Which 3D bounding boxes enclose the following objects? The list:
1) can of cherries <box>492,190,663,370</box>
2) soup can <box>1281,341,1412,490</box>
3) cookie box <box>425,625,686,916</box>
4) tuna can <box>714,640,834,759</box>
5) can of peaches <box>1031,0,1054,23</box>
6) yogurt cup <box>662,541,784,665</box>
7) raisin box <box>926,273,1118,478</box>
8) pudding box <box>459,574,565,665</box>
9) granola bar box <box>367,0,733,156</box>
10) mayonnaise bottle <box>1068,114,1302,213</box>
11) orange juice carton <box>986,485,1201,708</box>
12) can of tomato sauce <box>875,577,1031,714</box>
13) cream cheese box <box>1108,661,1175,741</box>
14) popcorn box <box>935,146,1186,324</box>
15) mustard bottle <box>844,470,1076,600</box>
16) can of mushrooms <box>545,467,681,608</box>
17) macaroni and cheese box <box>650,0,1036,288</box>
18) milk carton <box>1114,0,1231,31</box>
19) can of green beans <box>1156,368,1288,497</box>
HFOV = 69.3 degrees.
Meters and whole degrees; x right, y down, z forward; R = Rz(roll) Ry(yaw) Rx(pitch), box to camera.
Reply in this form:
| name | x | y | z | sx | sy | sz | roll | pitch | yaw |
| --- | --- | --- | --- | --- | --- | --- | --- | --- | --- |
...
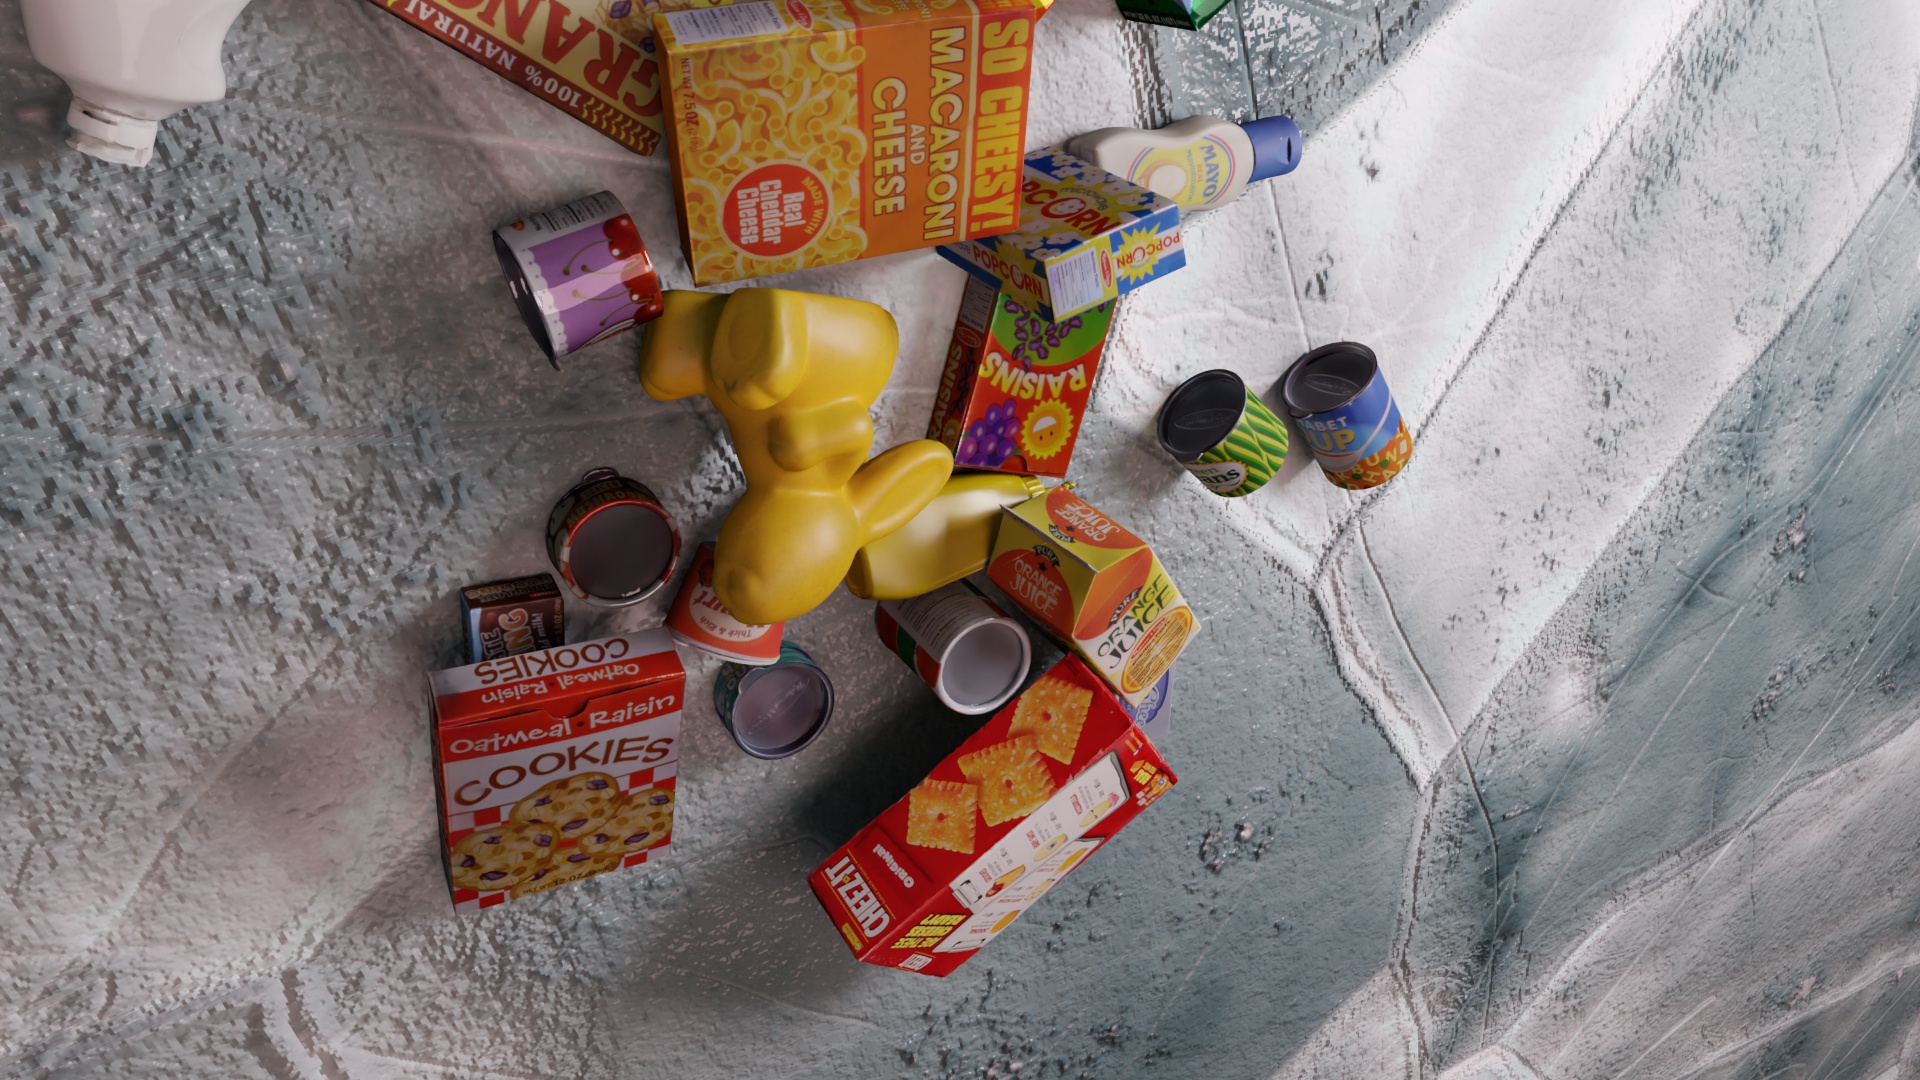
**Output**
| name | x | y | z | sx | sy | sz | roll | pitch | yaw |
| --- | --- | --- | --- | --- | --- | --- | --- | --- | --- |
| can of cherries | -0.182 | -0.125 | 0.667 | 0.058 | 0.071 | 0.071 | -27 | 124 | -19 |
| soup can | 0.266 | -0.083 | 0.958 | 0.071 | 0.071 | 0.083 | -43 | 127 | -6 |
| cookie box | -0.216 | 0.126 | 0.747 | 0.123 | 0.040 | 0.166 | -11 | 138 | -26 |
| tuna can | -0.114 | 0.094 | 0.833 | 0.071 | 0.033 | 0.070 | -13 | 118 | -26 |
| can of peaches | 0.012 | -0.294 | 0.706 | 0.071 | 0.071 | 0.058 | -50 | 127 | -1 |
| yogurt cup | -0.127 | 0.034 | 0.778 | 0.072 | 0.072 | 0.054 | 15 | 96 | -35 |
| raisin box | 0.037 | -0.103 | 0.827 | 0.086 | 0.040 | 0.123 | 4 | 111 | -33 |
| pudding box | -0.239 | 0.064 | 0.744 | 0.050 | 0.030 | 0.083 | -8 | 116 | -28 |
| granola bar box | -0.186 | -0.266 | 0.615 | 0.165 | 0.039 | 0.124 | 25 | 97 | -37 |
| mayonnaise bottle | 0.135 | -0.223 | 0.828 | 0.148 | 0.041 | 0.064 | -19 | 119 | -22 |
| orange juice carton | 0.080 | 0.031 | 0.855 | 0.073 | 0.072 | 0.192 | -51 | 149 | -4 |
| can of tomato sauce | -0.004 | 0.060 | 0.852 | 0.071 | 0.083 | 0.071 | -13 | 118 | -25 |
| cream cheese box | 0.124 | 0.098 | 0.984 | 0.053 | 0.024 | 0.103 | -11 | 118 | -27 |
| popcorn box | 0.049 | -0.167 | 0.749 | 0.085 | 0.127 | 0.038 | -26 | 128 | -18 |
| mustard bottle | 0.003 | -0.011 | 0.841 | 0.161 | 0.049 | 0.065 | -17 | 100 | -28 |
| can of mushrooms | -0.186 | -0.001 | 0.744 | 0.071 | 0.033 | 0.070 | -13 | 119 | -25 |
| macaroni and cheese box | -0.053 | -0.193 | 0.653 | 0.167 | 0.040 | 0.123 | -13 | 139 | -16 |
| milk carton | 0.087 | -0.365 | 0.713 | 0.073 | 0.072 | 0.190 | -44 | 127 | -5 |
| can of green beans | 0.172 | -0.069 | 0.908 | 0.057 | 0.071 | 0.071 | 37 | 91 | -38 |
